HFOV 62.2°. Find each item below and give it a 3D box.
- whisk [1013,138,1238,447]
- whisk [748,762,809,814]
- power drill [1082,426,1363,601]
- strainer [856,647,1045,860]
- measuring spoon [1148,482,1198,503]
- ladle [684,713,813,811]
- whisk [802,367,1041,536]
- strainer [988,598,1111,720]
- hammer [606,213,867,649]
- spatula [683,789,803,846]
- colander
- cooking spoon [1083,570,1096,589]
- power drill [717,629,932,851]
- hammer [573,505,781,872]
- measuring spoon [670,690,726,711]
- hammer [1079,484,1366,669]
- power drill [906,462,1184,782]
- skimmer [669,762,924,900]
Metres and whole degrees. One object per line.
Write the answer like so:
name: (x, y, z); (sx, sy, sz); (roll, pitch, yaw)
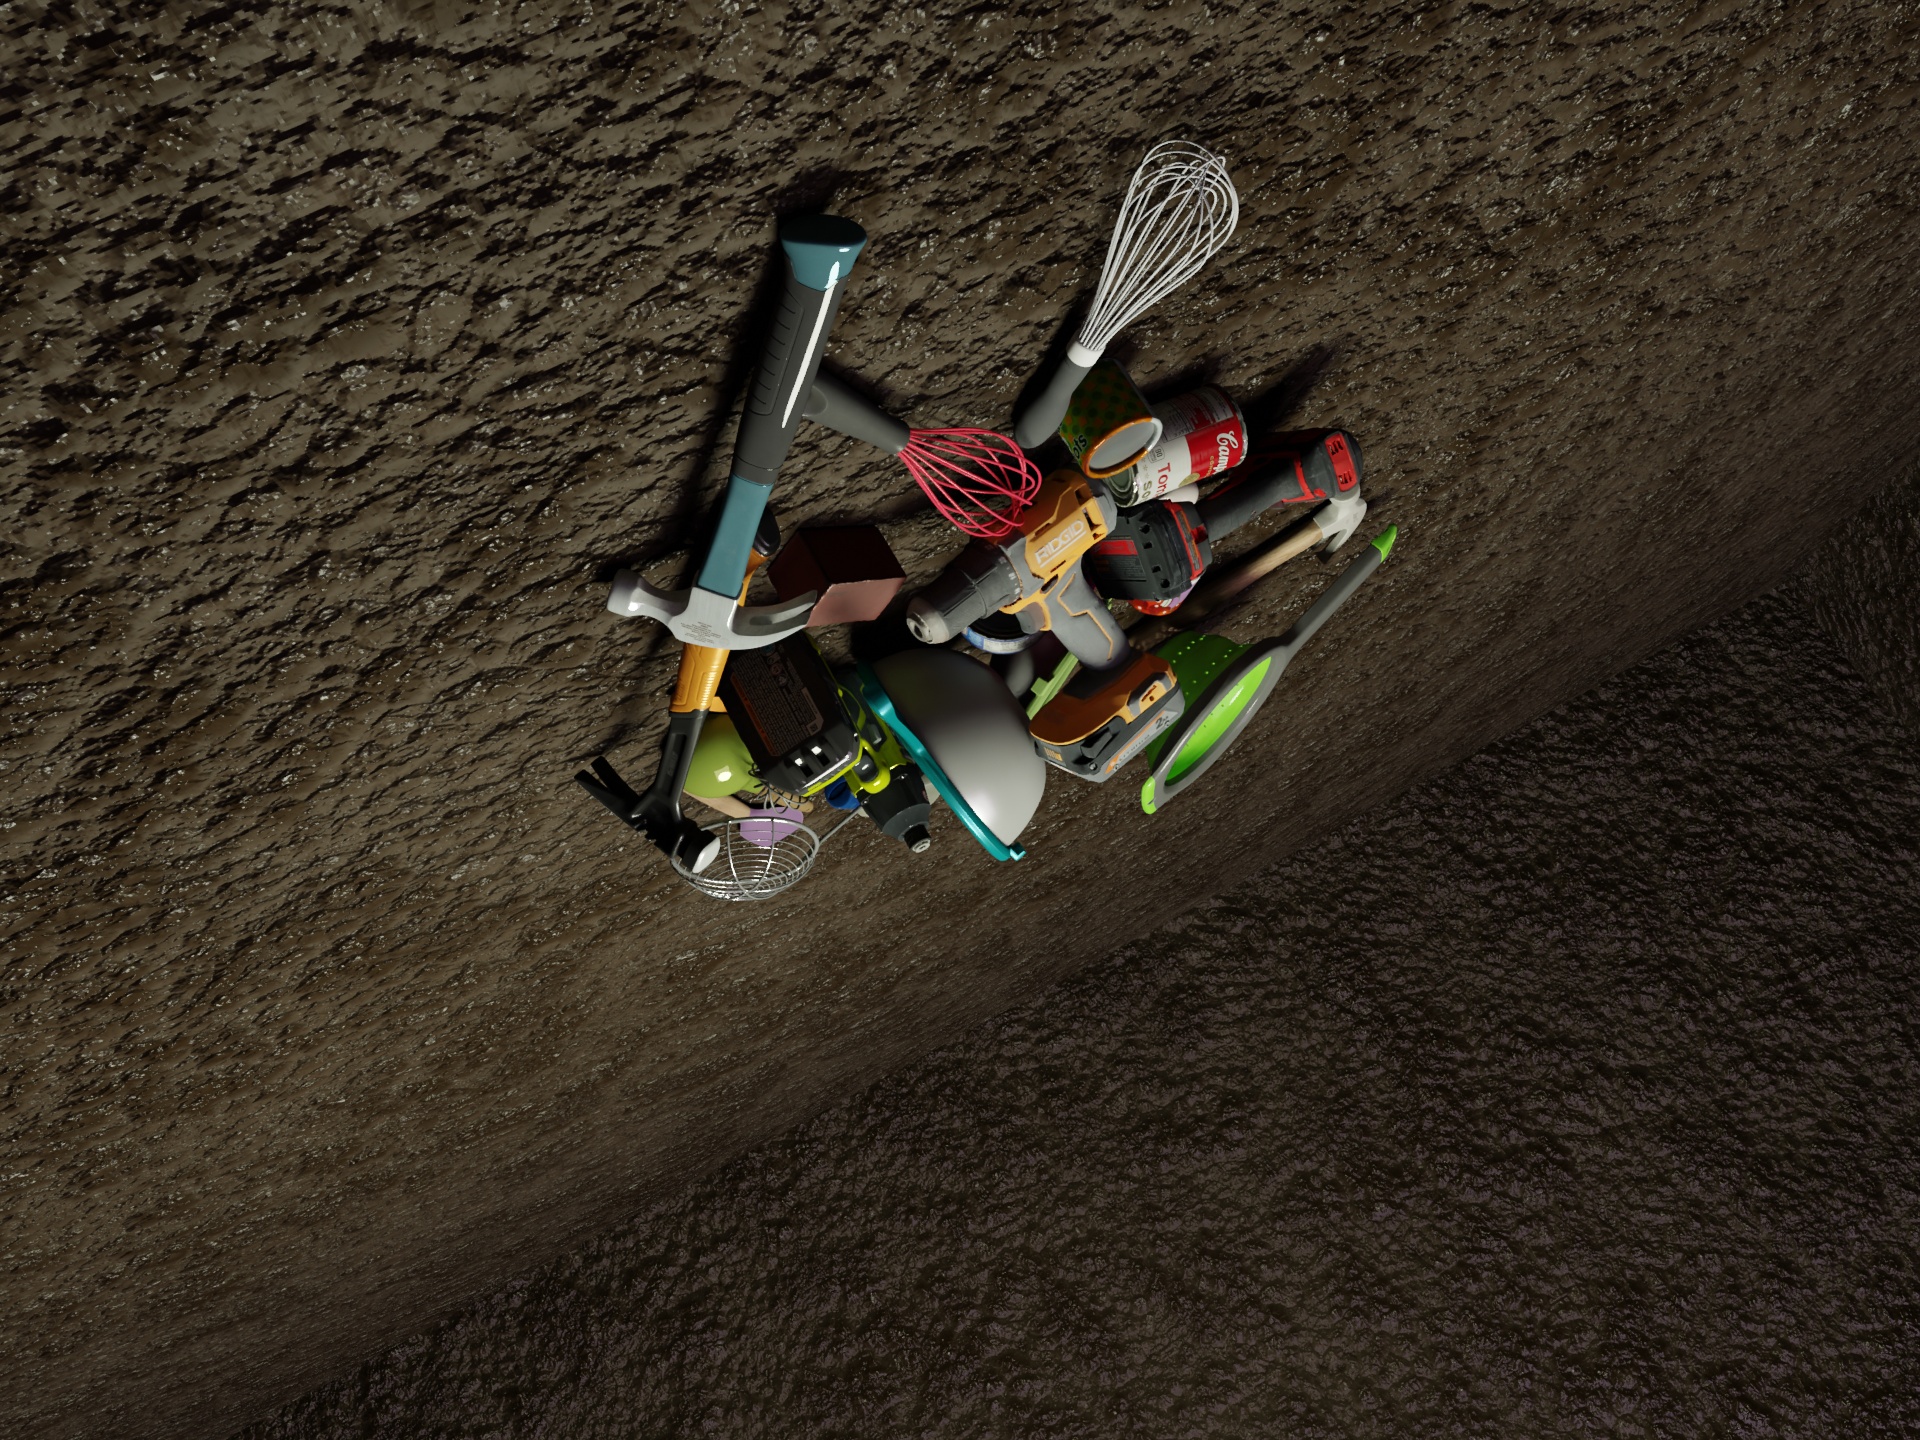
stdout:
whisk: (0.094, -0.264, 1.033); (0.070, 0.070, 0.284); (-19, 163, -30)
whisk: (-0.138, 0.043, 1.380); (0.055, 0.055, 0.239); (-33, -179, 7)
power drill: (0.210, -0.179, 1.316); (0.219, 0.078, 0.143); (-28, -163, -21)
strainer: (-0.002, -0.004, 1.288); (0.095, 0.211, 0.340); (-36, 164, 1)
measuring spoon: (0.157, -0.177, 1.382); (0.124, 0.018, 0.034); (-22, 160, -19)
ladle: (-0.185, 0.051, 1.442); (0.078, 0.062, 0.320); (-33, 167, 3)
whisk: (-0.032, -0.181, 1.050); (0.073, 0.073, 0.295); (-38, 153, 21)
strainer: (0.056, -0.039, 1.493); (0.151, 0.069, 0.256); (-53, 177, -31)
hammer: (-0.121, -0.158, 0.946); (0.128, 0.033, 0.330); (19, 137, -8)
spatula: (-0.211, 0.080, 1.493); (0.060, 0.018, 0.315); (-32, 162, 4)
colander: (0.293, -0.082, 1.647); (0.397, 0.094, 0.204); (-45, 161, -9)
cooking spoon: (0.150, -0.144, 1.380); (0.319, 0.017, 0.069); (-30, -162, -18)
power drill: (-0.097, 0.016, 1.274); (0.080, 0.171, 0.223); (-34, 157, 8)
hammer: (-0.197, -0.030, 1.150); (0.034, 0.127, 0.336); (-43, 165, -46)
measuring spoon: (-0.198, -0.018, 1.286); (0.021, 0.011, 0.117); (-38, 163, 20)
hammer: (0.268, -0.134, 1.633); (0.331, 0.031, 0.130); (-33, 160, 8)
power drill: (0.067, -0.059, 1.232); (0.185, 0.084, 0.226); (-39, 122, -20)
skimmer: (-0.123, 0.067, 1.478); (0.127, 0.090, 0.363); (-35, -178, 37)
